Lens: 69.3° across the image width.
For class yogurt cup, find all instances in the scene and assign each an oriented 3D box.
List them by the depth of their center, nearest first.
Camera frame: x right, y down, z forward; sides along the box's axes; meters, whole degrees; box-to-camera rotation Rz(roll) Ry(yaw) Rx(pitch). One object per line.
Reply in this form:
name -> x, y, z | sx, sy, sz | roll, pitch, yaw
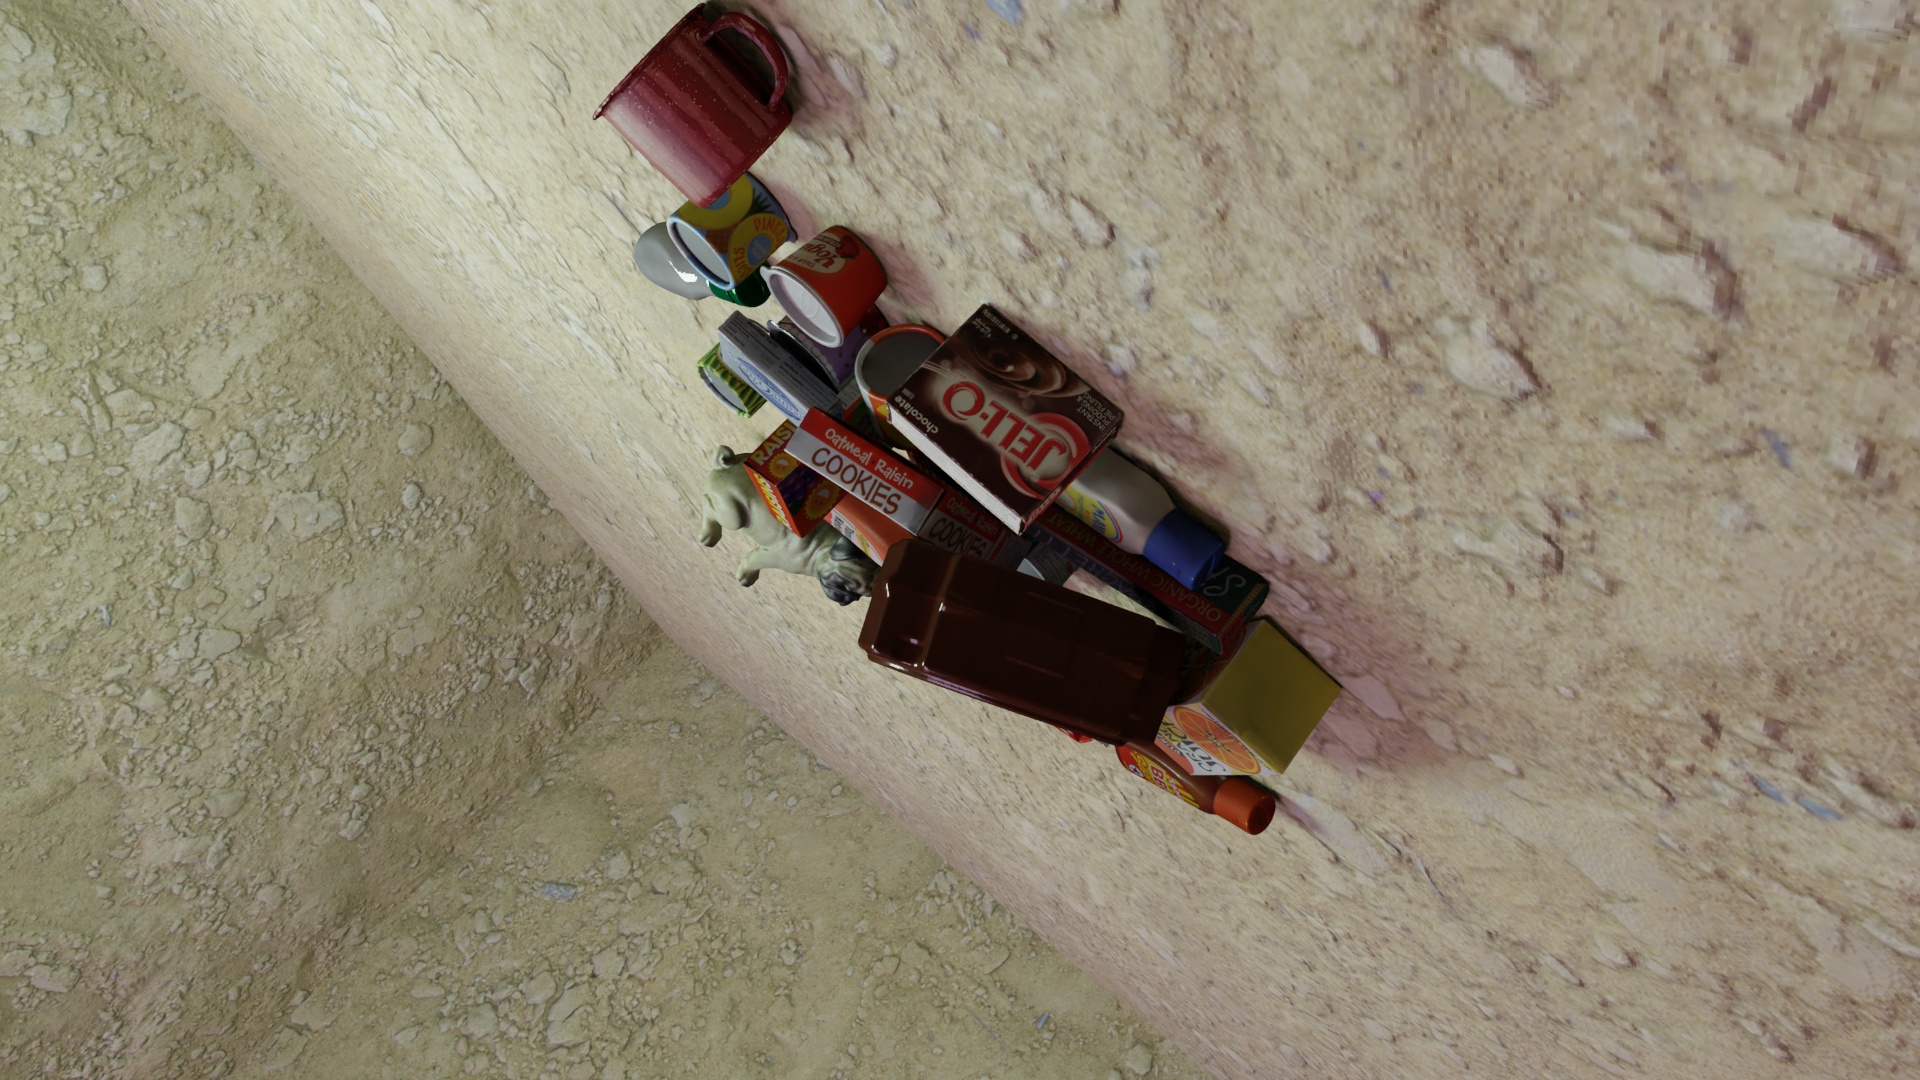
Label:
yogurt cup -> -0.086, -0.169, 0.915 | 0.072, 0.054, 0.072 | 39, 163, 14

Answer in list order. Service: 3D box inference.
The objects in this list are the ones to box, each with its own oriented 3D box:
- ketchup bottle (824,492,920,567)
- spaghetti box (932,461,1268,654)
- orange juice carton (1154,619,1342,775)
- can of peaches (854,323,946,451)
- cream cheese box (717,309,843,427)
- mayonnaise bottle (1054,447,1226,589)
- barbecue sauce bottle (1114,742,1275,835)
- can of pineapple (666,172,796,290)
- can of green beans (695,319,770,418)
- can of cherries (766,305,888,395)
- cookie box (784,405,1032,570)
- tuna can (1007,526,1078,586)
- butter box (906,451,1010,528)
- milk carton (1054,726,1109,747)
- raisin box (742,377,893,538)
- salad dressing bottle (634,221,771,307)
ketchup bottle -> -0.073, -0.002, 1.323 | 0.149, 0.044, 0.064 | 40, 163, 10
spaghetti box -> 0.086, -0.009, 0.915 | 0.250, 0.050, 0.028 | 33, 163, 30
orange juice carton -> 0.176, 0.114, 0.968 | 0.072, 0.073, 0.192 | 42, 164, -4
can of peaches -> -0.031, -0.104, 0.934 | 0.071, 0.071, 0.057 | 35, 161, 28
cream cheese box -> -0.128, -0.115, 0.992 | 0.104, 0.024, 0.053 | 41, 165, 9
mayonnaise bottle -> 0.096, -0.026, 0.866 | 0.148, 0.041, 0.064 | 38, 161, 21
barbecue sauce bottle -> 0.201, 0.203, 1.188 | 0.149, 0.044, 0.064 | 25, 155, 46
can of pineapple -> -0.160, -0.216, 0.966 | 0.071, 0.058, 0.070 | 39, 163, 15
can of green beans -> -0.185, -0.147, 1.197 | 0.071, 0.058, 0.071 | 39, 163, 15
can of cherries -> -0.093, -0.146, 0.982 | 0.071, 0.058, 0.071 | 40, 164, 14
cookie box -> -0.033, -0.030, 0.980 | 0.123, 0.040, 0.167 | 32, -179, 26
tuna can -> 0.054, 0.011, 1.074 | 0.071, 0.033, 0.070 | 39, 163, 15
butter box -> 0.001, -0.053, 1.052 | 0.104, 0.024, 0.053 | 36, 163, 25
milk carton -> 0.076, 0.105, 1.186 | 0.191, 0.072, 0.073 | 32, 160, 38
raisin box -> -0.103, -0.072, 1.073 | 0.040, 0.124, 0.085 | 36, 162, 23
salad dressing bottle -> -0.203, -0.215, 1.098 | 0.148, 0.044, 0.064 | 26, 154, 44
